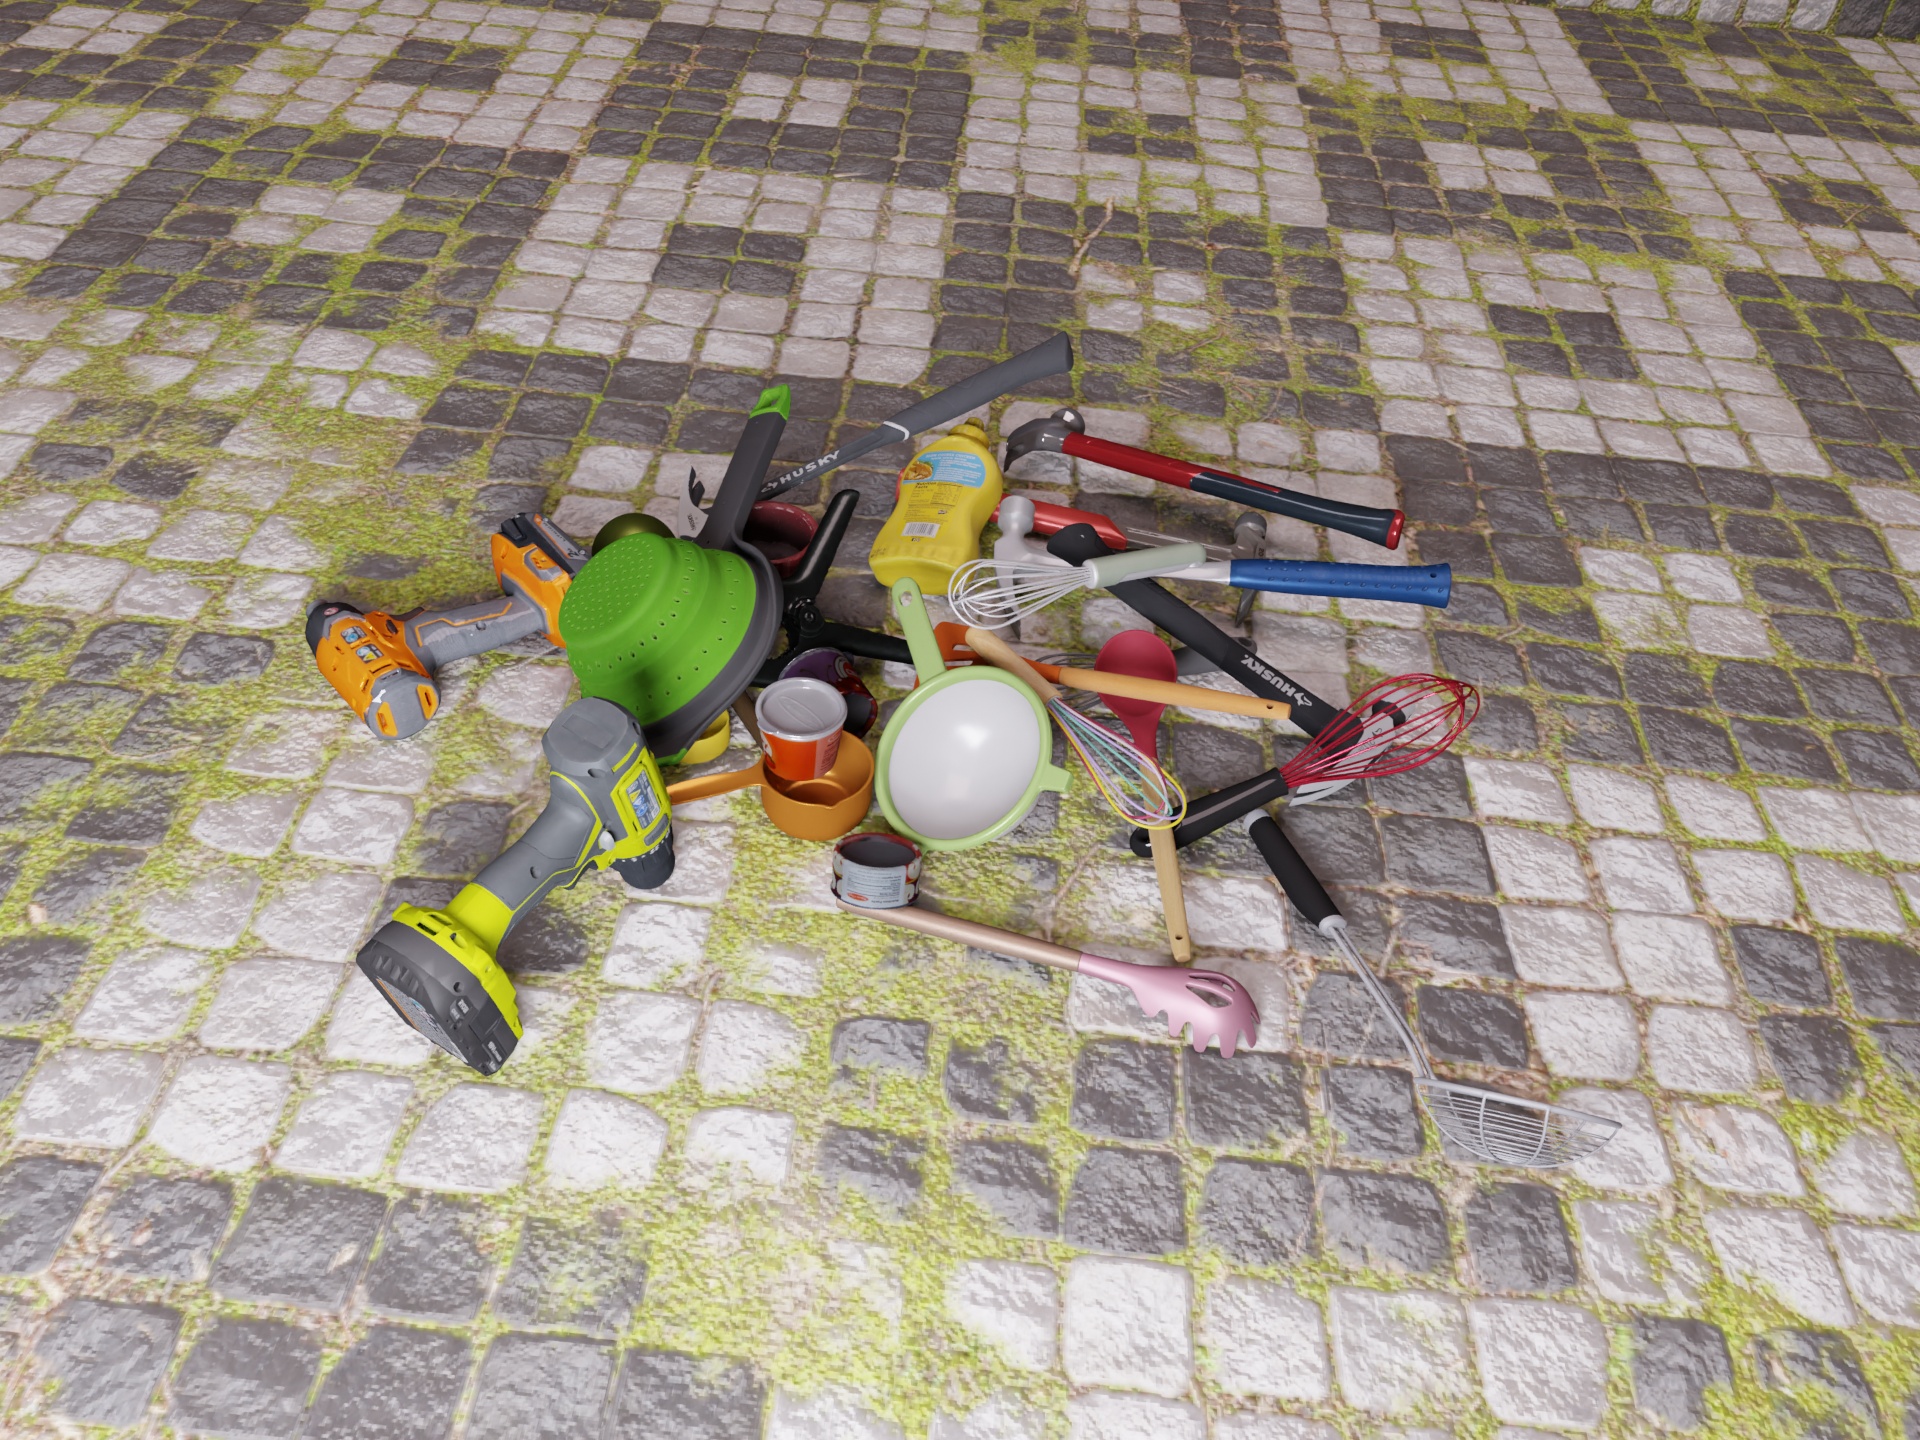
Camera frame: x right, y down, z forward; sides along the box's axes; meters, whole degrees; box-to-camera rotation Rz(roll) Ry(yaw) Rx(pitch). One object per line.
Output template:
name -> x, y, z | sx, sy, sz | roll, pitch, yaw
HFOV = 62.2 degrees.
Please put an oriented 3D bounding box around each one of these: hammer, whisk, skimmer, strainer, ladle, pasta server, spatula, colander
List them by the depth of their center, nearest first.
skimmer -> 0.313, 0.168, 1.122 | 0.127, 0.090, 0.364 | 20, 28, -37
pasta server -> 0.059, 0.172, 1.140 | 0.316, 0.040, 0.060 | 13, 43, 14
whisk -> 0.082, 0.001, 1.232 | 0.047, 0.051, 0.245 | -47, 60, 2
ladle -> 0.151, 0.052, 1.233 | 0.069, 0.031, 0.316 | -13, 47, 10
whisk -> 0.267, 0.038, 1.236 | 0.296, 0.073, 0.073 | -25, 47, -1
strainer -> -0.002, -0.004, 1.263 | 0.151, 0.069, 0.257 | -29, 56, 15
spatula -> 0.107, -0.029, 1.282 | 0.323, 0.041, 0.081 | 10, 71, 22
colander -> -0.228, -0.148, 1.295 | 0.204, 0.094, 0.397 | -7, 53, 34
whisk -> 0.100, -0.119, 1.317 | 0.246, 0.058, 0.059 | -12, 81, -24
hammer -> 0.211, -0.062, 1.346 | 0.335, 0.035, 0.146 | 37, 58, 15
ladle -> -0.230, -0.071, 1.367 | 0.078, 0.062, 0.320 | -22, 56, -24
whisk -> 0.156, -0.045, 1.373 | 0.239, 0.055, 0.055 | -11, 45, -24
hammer -> 0.230, -0.128, 1.427 | 0.405, 0.035, 0.144 | 4, 57, 6
hammer -> -0.080, -0.264, 1.488 | 0.409, 0.036, 0.149 | -26, 43, 0
hammer -> 0.111, -0.181, 1.520 | 0.359, 0.036, 0.149 | 13, 43, 8
hammer -> 0.232, -0.227, 1.533 | 0.386, 0.038, 0.143 | 20, 31, 23

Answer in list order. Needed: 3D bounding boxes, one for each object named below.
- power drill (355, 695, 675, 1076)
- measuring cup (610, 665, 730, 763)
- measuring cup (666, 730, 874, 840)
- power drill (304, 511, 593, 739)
power drill -> -0.278, 0.117, 1.067 | 0.080, 0.190, 0.228 | 26, 60, 20
measuring cup -> -0.244, -0.008, 1.308 | 0.062, 0.029, 0.157 | -27, 40, -31
measuring cup -> -0.151, 0.059, 1.219 | 0.173, 0.052, 0.095 | -11, 45, -15
power drill -> -0.426, -0.088, 1.329 | 0.226, 0.084, 0.164 | -32, 54, -29
